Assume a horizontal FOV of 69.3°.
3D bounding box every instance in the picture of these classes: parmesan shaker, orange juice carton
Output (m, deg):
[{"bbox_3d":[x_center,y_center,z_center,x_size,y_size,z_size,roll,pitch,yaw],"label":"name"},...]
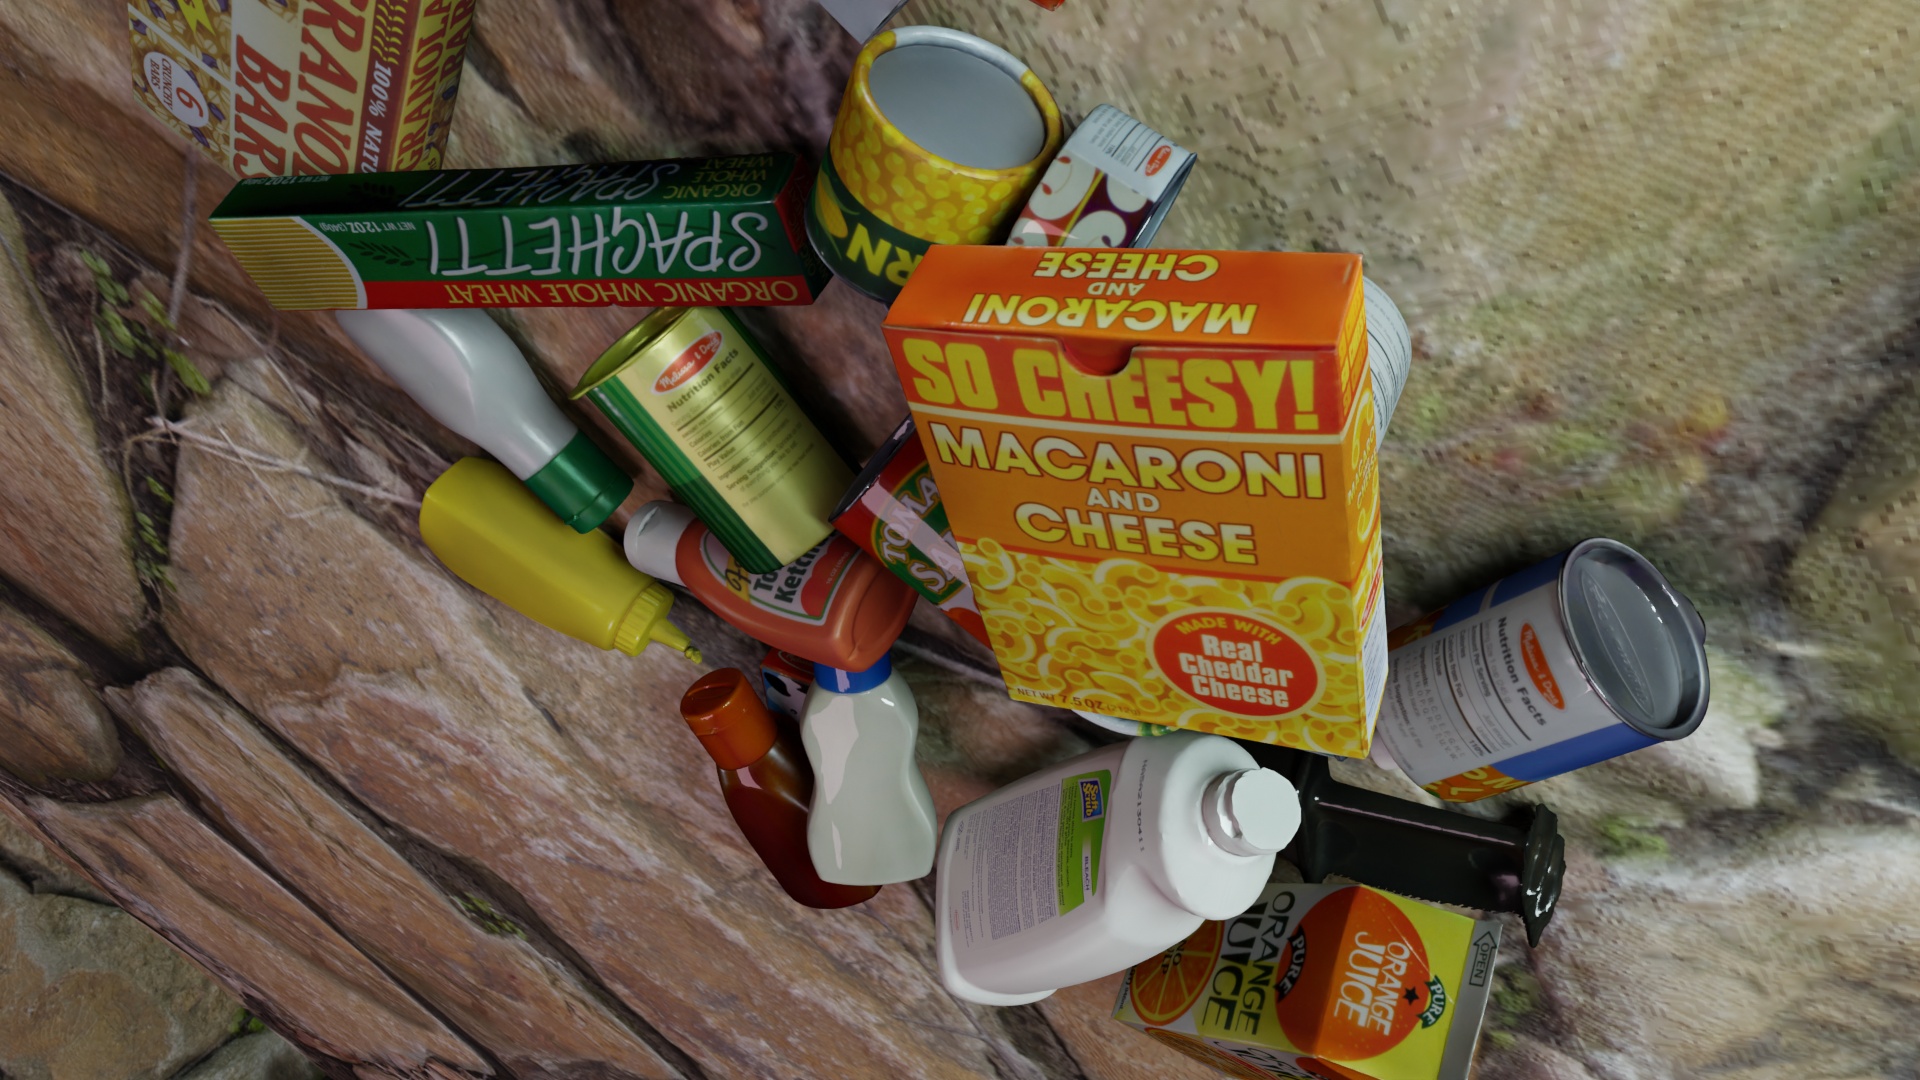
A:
[{"bbox_3d":[-0.096,-0.042,0.559,0.071,0.072,0.103,-15,122,44],"label":"parmesan shaker"},{"bbox_3d":[0.153,0.195,0.597,0.073,0.072,0.192,31,157,-16],"label":"orange juice carton"}]

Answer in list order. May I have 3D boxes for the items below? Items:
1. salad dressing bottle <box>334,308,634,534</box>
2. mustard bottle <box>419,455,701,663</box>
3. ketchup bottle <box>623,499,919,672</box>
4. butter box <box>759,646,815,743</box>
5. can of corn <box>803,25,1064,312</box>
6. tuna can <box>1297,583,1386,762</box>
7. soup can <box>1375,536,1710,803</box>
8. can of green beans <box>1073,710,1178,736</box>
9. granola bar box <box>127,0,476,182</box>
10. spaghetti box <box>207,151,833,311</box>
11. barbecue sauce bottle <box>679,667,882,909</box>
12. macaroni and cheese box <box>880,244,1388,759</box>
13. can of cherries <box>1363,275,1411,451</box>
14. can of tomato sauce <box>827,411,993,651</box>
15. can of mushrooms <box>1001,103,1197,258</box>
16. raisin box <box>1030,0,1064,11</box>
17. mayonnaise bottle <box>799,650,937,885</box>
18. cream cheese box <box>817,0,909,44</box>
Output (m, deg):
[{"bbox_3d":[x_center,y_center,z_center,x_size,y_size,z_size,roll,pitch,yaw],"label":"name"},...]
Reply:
[{"bbox_3d":[-0.216,-0.066,0.642,0.064,0.044,0.147,-21,119,45],"label":"salad dressing bottle"},{"bbox_3d":[-0.200,0.019,0.716,0.160,0.049,0.065,32,142,1],"label":"mustard bottle"},{"bbox_3d":[-0.090,0.013,0.625,0.149,0.065,0.043,14,152,36],"label":"ketchup bottle"},{"bbox_3d":[-0.072,0.097,0.731,0.053,0.024,0.103,18,140,17],"label":"butter box"},{"bbox_3d":[-0.008,-0.111,0.424,0.071,0.071,0.058,33,141,1],"label":"can of corn"},{"bbox_3d":[0.128,0.041,0.496,0.033,0.071,0.070,12,137,26],"label":"tuna can"},{"bbox_3d":[0.190,0.045,0.459,0.071,0.072,0.083,40,142,-9],"label":"soup can"},{"bbox_3d":[0.068,0.033,0.534,0.071,0.058,0.071,19,140,17],"label":"can of green beans"},{"bbox_3d":[-0.256,-0.195,0.534,0.124,0.039,0.164,37,142,-5],"label":"granola bar box"},{"bbox_3d":[-0.168,-0.115,0.526,0.250,0.029,0.050,3,142,18],"label":"spaghetti box"},{"bbox_3d":[-0.094,0.131,0.723,0.065,0.044,0.148,-9,126,28],"label":"barbecue sauce bottle"},{"bbox_3d":[0.059,-0.007,0.411,0.124,0.040,0.165,6,139,25],"label":"macaroni and cheese box"},{"bbox_3d":[0.098,-0.045,0.431,0.071,0.059,0.071,19,141,16],"label":"can of cherries"},{"bbox_3d":[0.002,-0.007,0.530,0.083,0.071,0.071,39,142,-9],"label":"can of tomato sauce"},{"bbox_3d":[0.038,-0.092,0.414,0.033,0.071,0.070,32,142,2],"label":"can of mushrooms"},{"bbox_3d":[0.014,-0.173,0.298,0.086,0.124,0.039,30,142,4],"label":"raisin box"},{"bbox_3d":[-0.047,0.096,0.666,0.065,0.041,0.147,-3,114,3],"label":"mayonnaise bottle"},{"bbox_3d":[-0.015,-0.168,0.340,0.053,0.104,0.024,44,138,-15],"label":"cream cheese box"}]
